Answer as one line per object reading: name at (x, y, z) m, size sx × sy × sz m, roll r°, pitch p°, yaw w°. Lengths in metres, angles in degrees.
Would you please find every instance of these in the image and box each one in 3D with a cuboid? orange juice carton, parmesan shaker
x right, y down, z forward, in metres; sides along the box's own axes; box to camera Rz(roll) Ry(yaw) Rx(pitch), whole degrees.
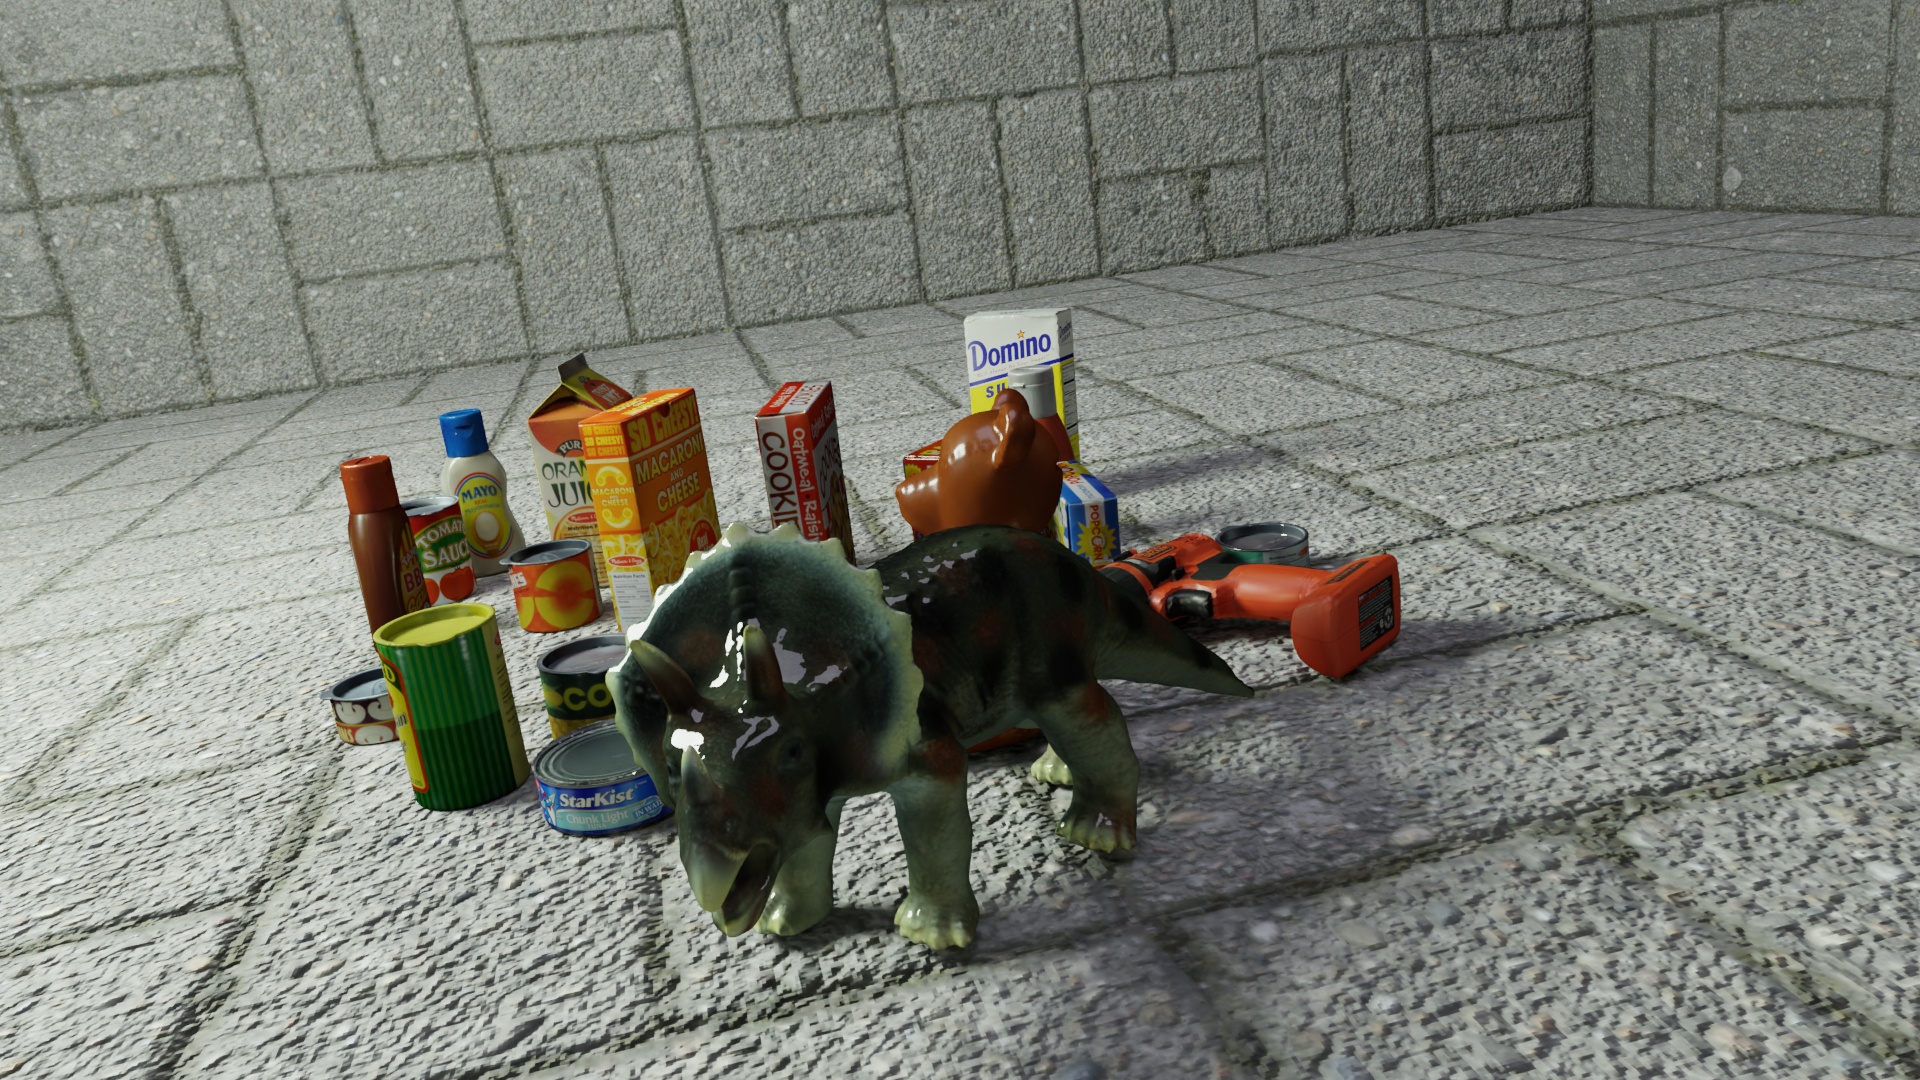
orange juice carton at (-0.313, -0.060, 1.180) m, size 0.073 × 0.192 × 0.072 m, roll -6°, pitch 16°, yaw 5°
parmesan shaker at (-0.291, 0.096, 0.797) m, size 0.071 × 0.102 × 0.071 m, roll -6°, pitch 16°, yaw 2°

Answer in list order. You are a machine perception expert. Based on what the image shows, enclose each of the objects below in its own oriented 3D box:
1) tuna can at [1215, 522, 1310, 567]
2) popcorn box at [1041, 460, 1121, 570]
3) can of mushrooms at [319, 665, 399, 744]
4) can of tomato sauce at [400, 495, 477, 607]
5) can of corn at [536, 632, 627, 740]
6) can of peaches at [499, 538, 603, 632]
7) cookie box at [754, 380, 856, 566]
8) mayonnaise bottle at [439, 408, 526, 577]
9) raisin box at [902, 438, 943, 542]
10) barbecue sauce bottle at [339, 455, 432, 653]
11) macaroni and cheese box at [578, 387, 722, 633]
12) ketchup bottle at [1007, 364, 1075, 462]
tuna can at (0.216, 0.011, 1.001) m, size 0.071 × 0.032 × 0.071 m, roll -6°, pitch 16°, yaw 2°
popcorn box at (0.085, -0.003, 1.012) m, size 0.038 × 0.085 × 0.127 m, roll -9°, pitch 16°, yaw -6°
can of mushrooms at (-0.383, 0.108, 0.919) m, size 0.071 × 0.033 × 0.071 m, roll -6°, pitch 16°, yaw 2°
can of tomato sauce at (-0.456, 0.010, 1.196) m, size 0.071 × 0.082 × 0.071 m, roll -6°, pitch 16°, yaw 2°
can of corn at (-0.219, 0.095, 0.848) m, size 0.071 × 0.058 × 0.071 m, roll -6°, pitch 16°, yaw 2°
can of peaches at (-0.322, 0.036, 1.096) m, size 0.071 × 0.058 × 0.071 m, roll -6°, pitch 16°, yaw 2°
cookie box at (-0.111, -0.026, 1.022) m, size 0.040 × 0.167 × 0.123 m, roll -6°, pitch 16°, yaw 4°
mayonnaise bottle at (-0.437, -0.043, 1.253) m, size 0.065 × 0.147 × 0.041 m, roll -14°, pitch 17°, yaw -24°
raisin box at (0.004, -0.013, 1.009) m, size 0.040 × 0.123 × 0.086 m, roll 4°, pitch 19°, yaw 34°
barbecue sauce bottle at (-0.445, 0.010, 1.075) m, size 0.044 × 0.148 × 0.065 m, roll -8°, pitch 16°, yaw -2°
macaroni and cheese box at (-0.232, -0.024, 1.071) m, size 0.040 × 0.166 × 0.124 m, roll -2°, pitch 16°, yaw 16°
ketchup bottle at (0.064, -0.065, 1.118) m, size 0.064 × 0.148 × 0.044 m, roll 5°, pitch 20°, yaw 37°
